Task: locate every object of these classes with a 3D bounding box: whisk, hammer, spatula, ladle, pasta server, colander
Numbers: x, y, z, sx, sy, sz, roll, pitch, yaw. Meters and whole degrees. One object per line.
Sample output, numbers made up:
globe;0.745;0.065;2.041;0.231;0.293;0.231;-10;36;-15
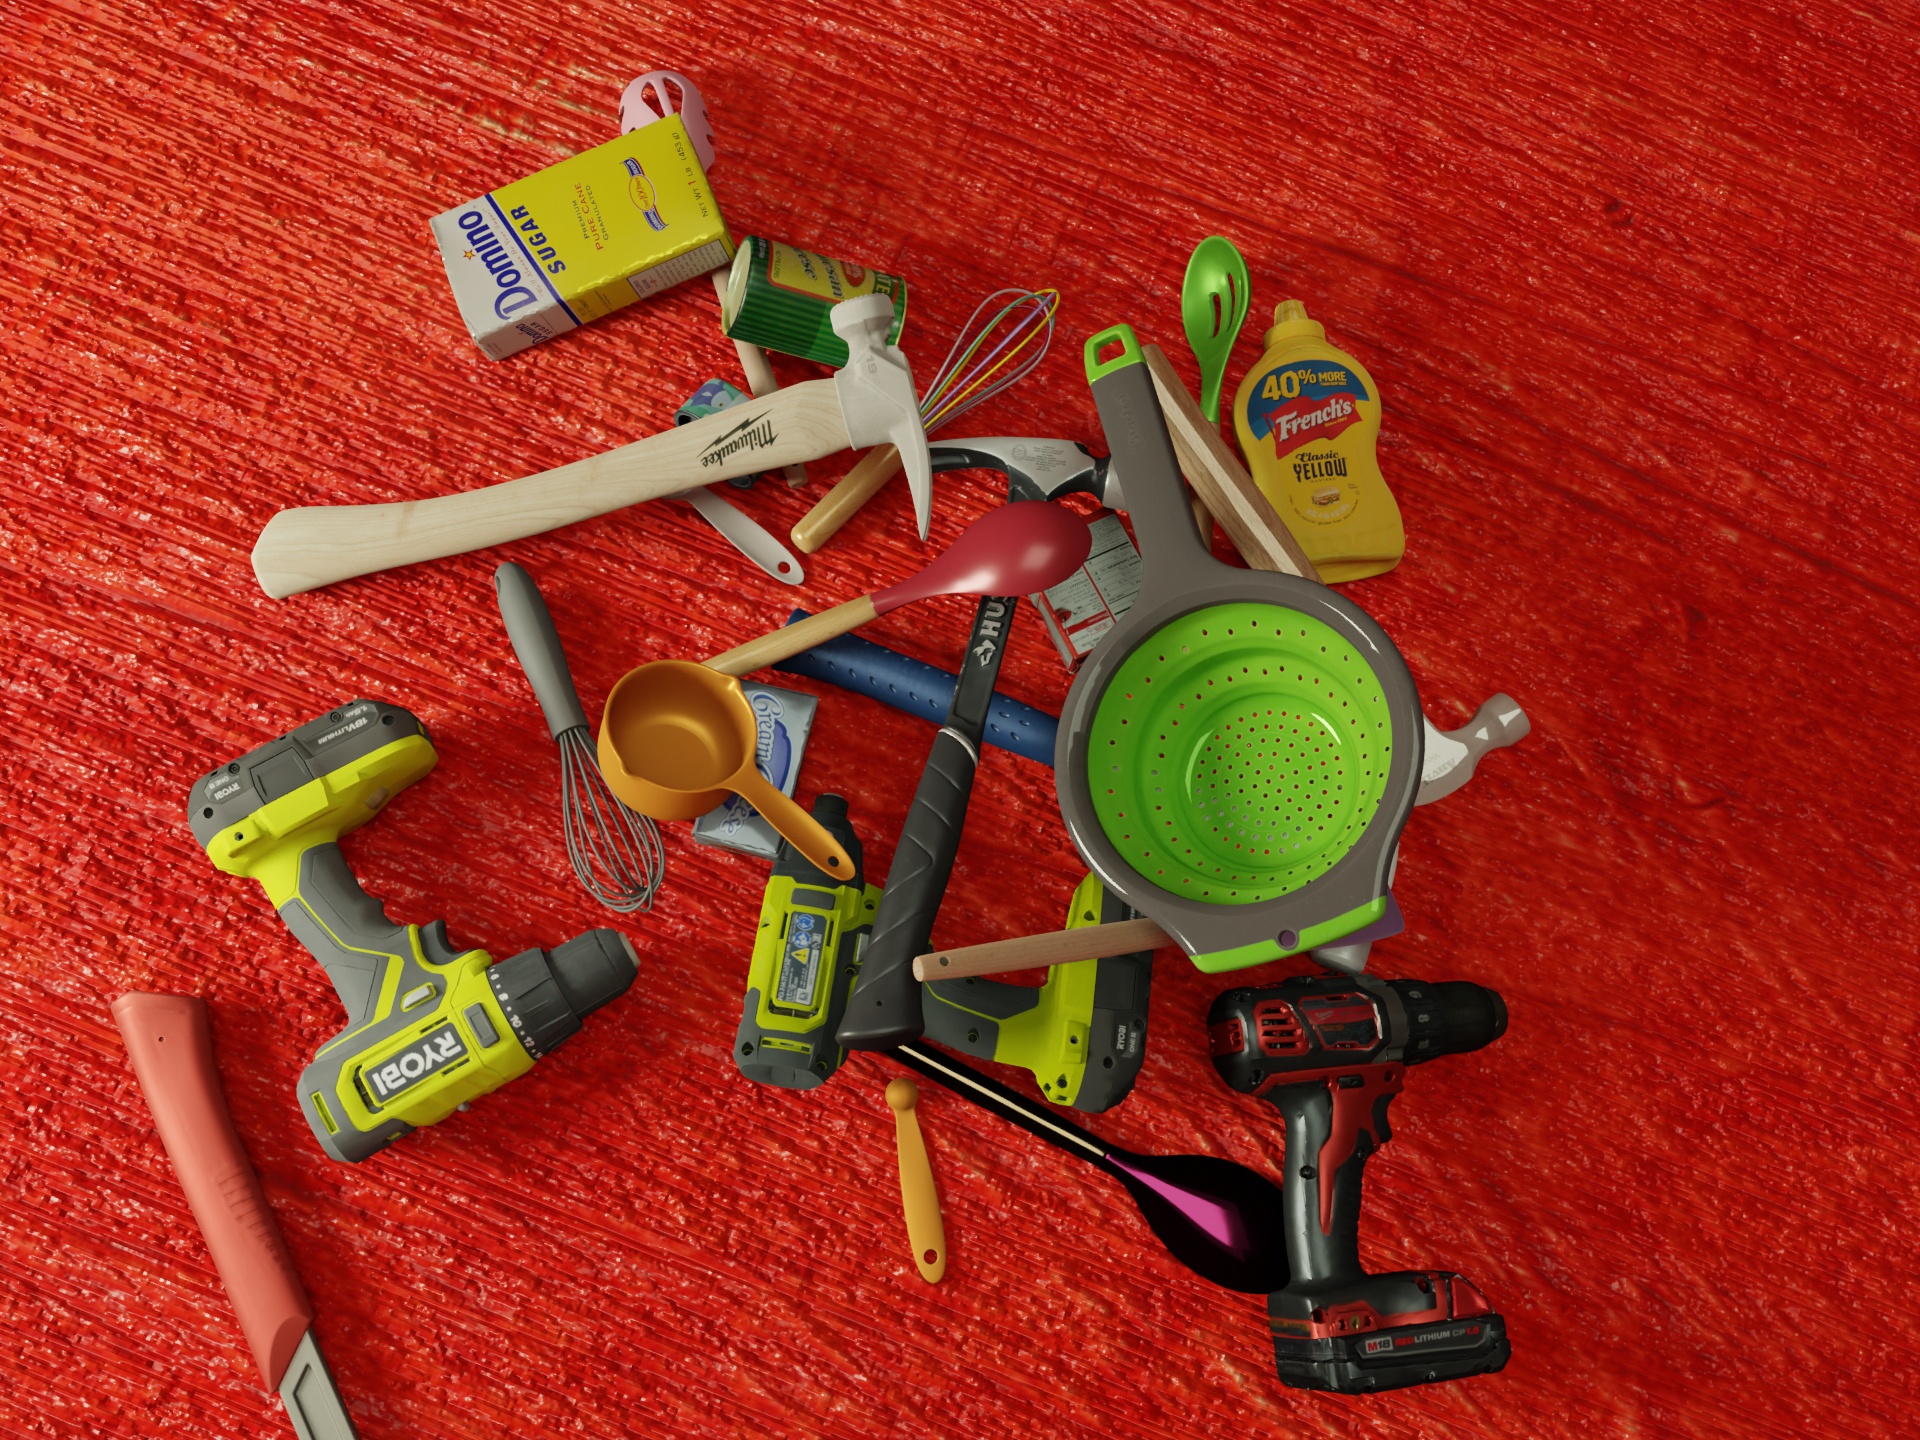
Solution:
whisk;-0.021;-0.198;1.037;0.047;0.051;0.245;38;78;26
hammer;-0.384;0.313;0.859;0.149;0.036;0.359;-27;80;-12
hammer;-0.221;-0.130;0.952;0.410;0.038;0.146;-14;93;4
hammer;-0.001;-0.003;0.930;0.149;0.036;0.409;12;63;8
spatula;0.118;0.116;0.893;0.315;0.018;0.060;-5;60;-26
hammer;0.198;-0.090;0.976;0.130;0.031;0.331;-35;84;-4
whisk;-0.233;0.007;0.955;0.055;0.055;0.239;-22;74;-11
ladle;-0.073;-0.059;0.942;0.315;0.031;0.069;-22;53;12
hammer;0.081;0.017;0.987;0.405;0.035;0.144;22;74;0
pasta server;-0.158;-0.297;1.054;0.060;0.040;0.316;-19;82;-11
colander;0.146;-0.049;0.928;0.204;0.094;0.397;-21;68;18

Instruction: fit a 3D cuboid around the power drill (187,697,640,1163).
power drill;-0.310;0.107;0.902;0.190;0.080;0.228;-29;83;-12

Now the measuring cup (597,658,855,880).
measuring cup;-0.134;0.042;0.917;0.173;0.052;0.095;41;53;3

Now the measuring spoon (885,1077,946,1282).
measuring spoon;-0.025;0.266;0.922;0.021;0.011;0.117;-9;76;-8

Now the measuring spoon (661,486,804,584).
measuring spoon;-0.150;-0.126;1.016;0.124;0.018;0.034;40;75;-2

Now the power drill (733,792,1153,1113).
power drill;-0.006;0.135;0.919;0.223;0.080;0.171;10;62;-3

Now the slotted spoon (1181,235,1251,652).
slotted spoon;0.158;-0.167;1.037;0.031;0.070;0.314;13;76;-26

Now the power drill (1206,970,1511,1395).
power drill;0.248;0.257;0.918;0.188;0.080;0.227;-1;72;-18

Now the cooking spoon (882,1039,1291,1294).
cooking spoon;0.061;0.243;0.933;0.319;0.017;0.069;28;71;2
